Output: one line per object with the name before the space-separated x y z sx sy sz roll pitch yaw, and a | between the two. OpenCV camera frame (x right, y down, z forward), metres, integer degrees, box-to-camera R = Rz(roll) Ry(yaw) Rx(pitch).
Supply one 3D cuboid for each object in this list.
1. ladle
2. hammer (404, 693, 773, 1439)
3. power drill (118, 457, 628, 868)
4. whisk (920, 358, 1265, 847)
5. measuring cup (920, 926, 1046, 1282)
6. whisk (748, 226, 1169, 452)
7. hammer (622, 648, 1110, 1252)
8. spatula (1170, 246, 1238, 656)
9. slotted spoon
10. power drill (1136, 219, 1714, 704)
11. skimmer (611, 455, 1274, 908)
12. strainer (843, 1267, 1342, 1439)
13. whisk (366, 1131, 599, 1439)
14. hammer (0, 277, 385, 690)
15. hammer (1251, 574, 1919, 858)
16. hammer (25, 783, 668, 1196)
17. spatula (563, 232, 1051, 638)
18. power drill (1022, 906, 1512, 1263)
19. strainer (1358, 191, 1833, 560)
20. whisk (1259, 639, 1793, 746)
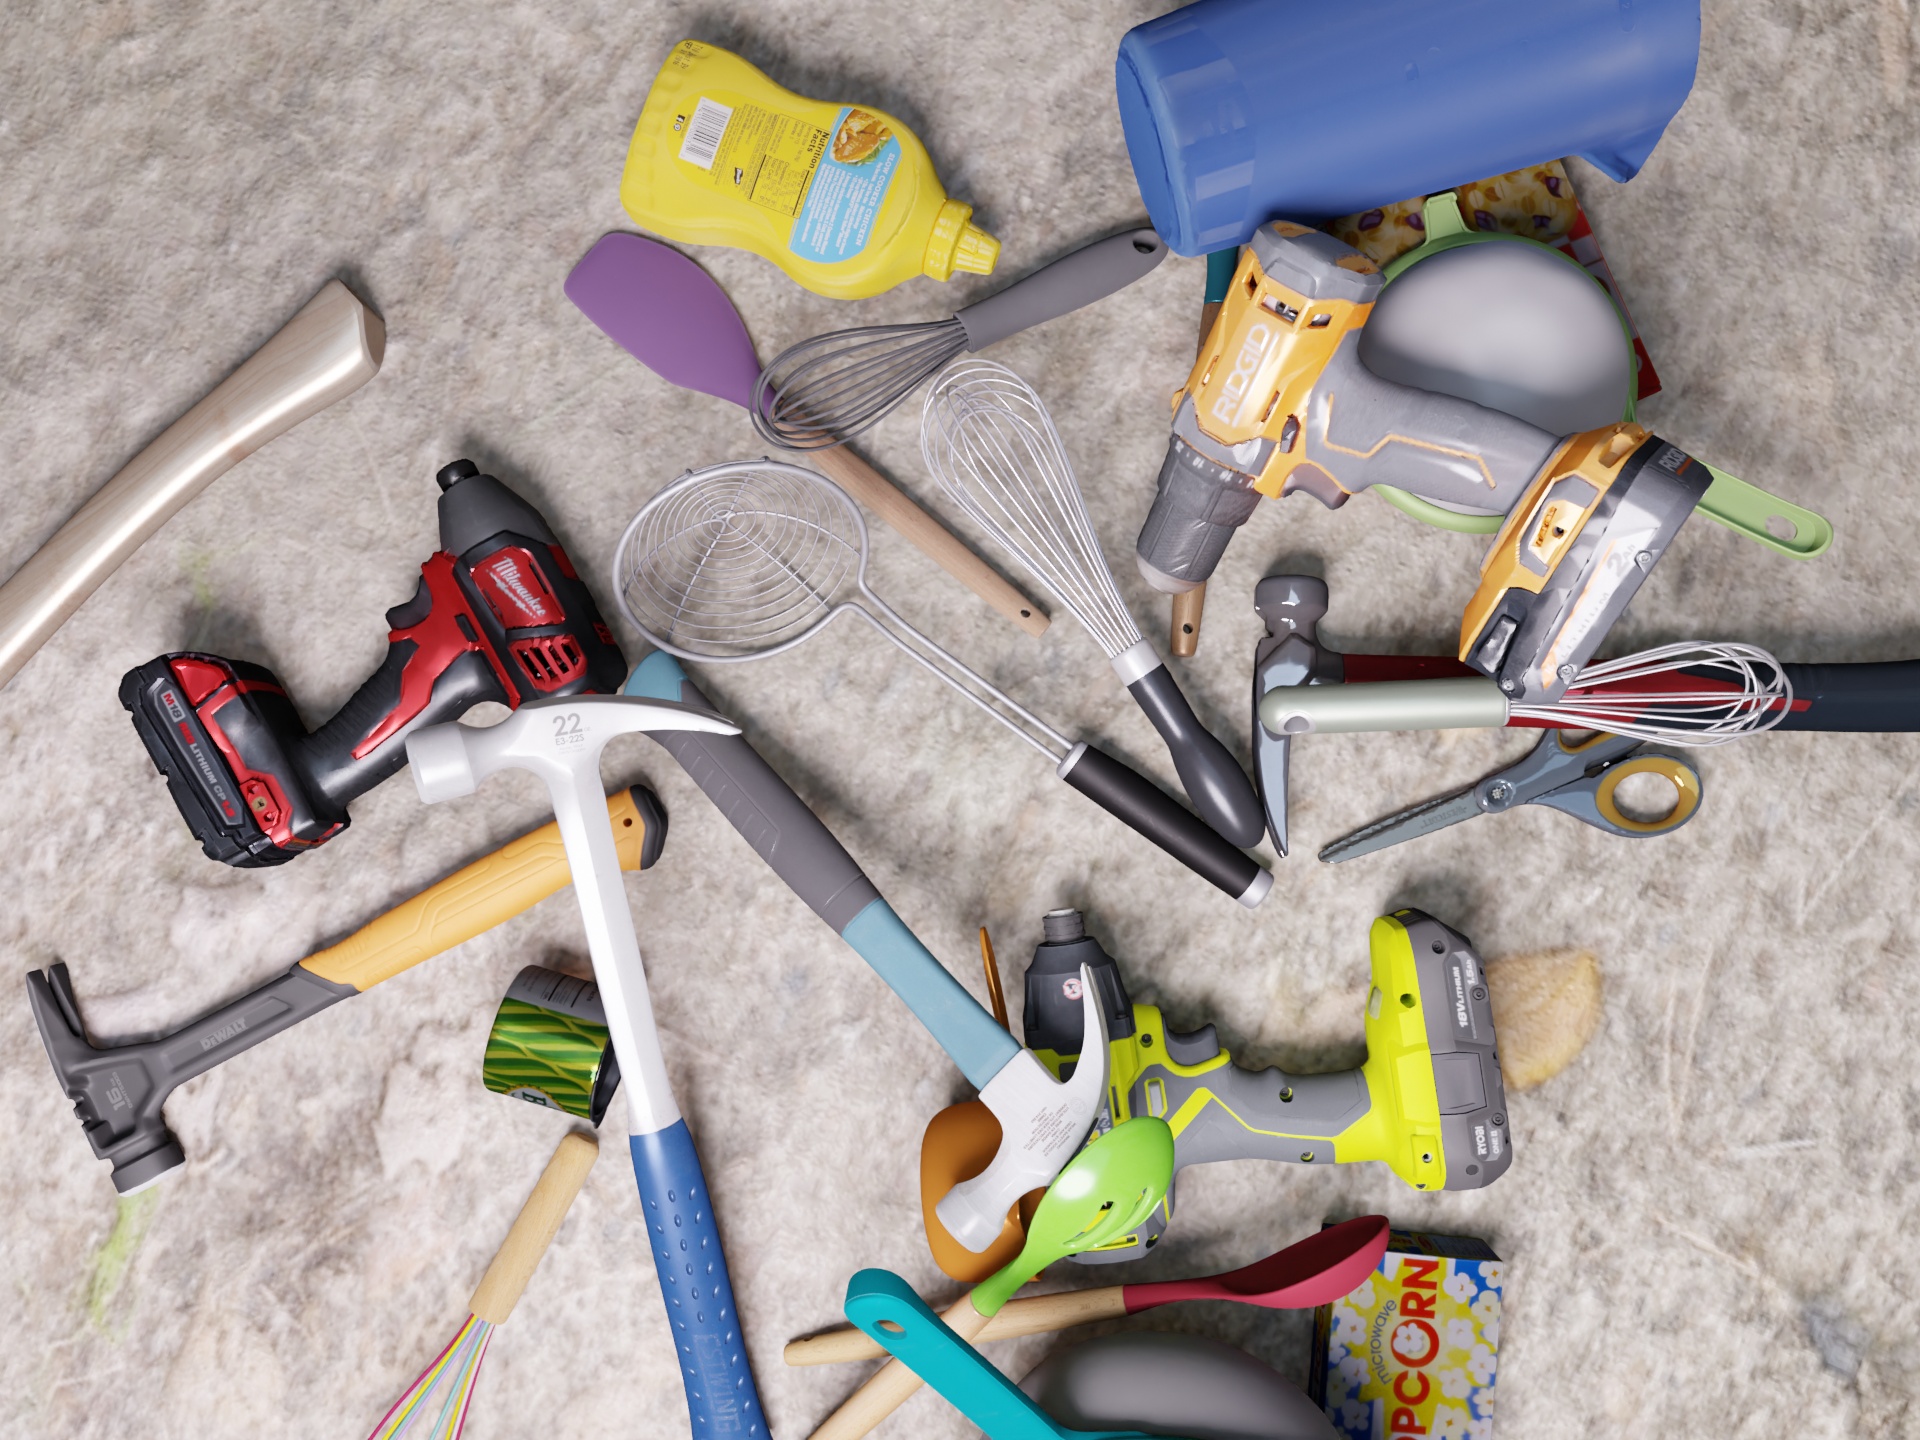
ladle | 0.056 0.287 0.779 0.315 0.069 0.031 -16 85 16
hammer | -0.142 0.182 0.762 0.144 0.035 0.405 -14 105 -16
power drill | -0.295 -0.030 0.810 0.219 0.078 0.143 -29 88 -3
whisk | 0.071 -0.057 0.795 0.070 0.070 0.284 -34 90 0
measuring cup | 0.004 0.191 0.785 0.052 0.095 0.173 -10 89 10
whisk | 0.002 -0.202 0.818 0.239 0.055 0.055 -26 88 -9
hammer | -0.057 0.087 0.773 0.128 0.033 0.331 -44 71 -2
spatula | 0.131 -0.191 0.820 0.082 0.044 0.317 5 89 -2
slotted spoon | -0.001 0.285 0.744 0.313 0.070 0.031 -51 49 29
power drill | 0.194 -0.097 0.733 0.226 0.084 0.185 35 124 17
skimmer | -0.001 -0.003 0.793 0.363 0.090 0.127 35 121 0
strainer | 0.060 0.311 0.724 0.211 0.095 0.340 -25 122 25
whisk | -0.252 0.324 0.816 0.047 0.051 0.245 31 84 -19
hammer | -0.472 -0.088 0.834 0.410 0.038 0.146 -43 86 -1
hammer | 0.342 0.002 0.794 0.386 0.038 0.143 1 83 5
hammer | -0.309 0.115 0.824 0.337 0.034 0.127 -27 89 0
spatula | -0.076 -0.149 0.836 0.316 0.018 0.060 40 85 3
power drill | 0.145 0.167 0.791 0.223 0.080 0.171 -8 89 4
strainer | 0.305 -0.144 0.758 0.256 0.069 0.151 28 89 5
whisk | 0.268 -0.011 0.763 0.246 0.057 0.059 -2 50 7
